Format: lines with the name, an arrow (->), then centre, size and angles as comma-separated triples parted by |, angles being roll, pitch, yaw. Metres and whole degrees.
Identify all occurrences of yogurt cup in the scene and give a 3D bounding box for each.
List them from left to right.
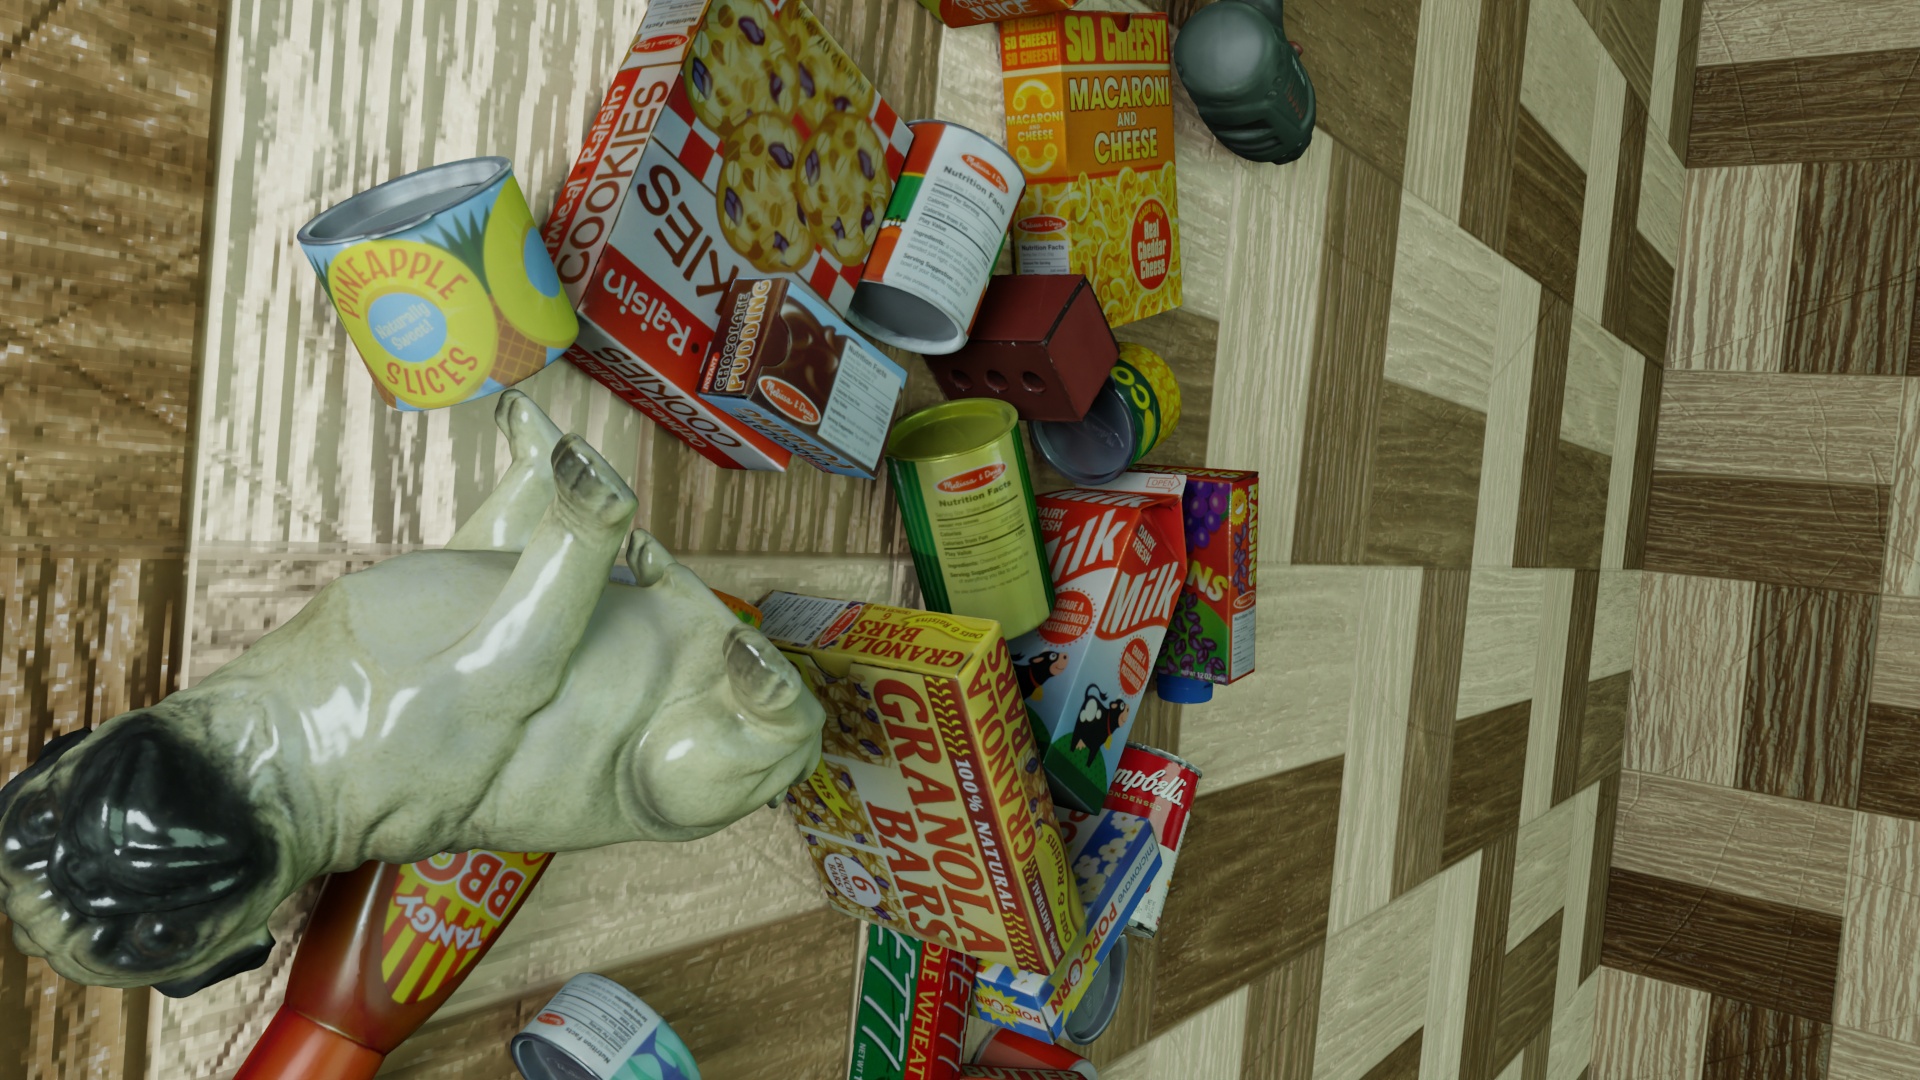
yogurt cup -> 0.042, 0.314, 0.787 | 0.072, 0.054, 0.072 | -11, 103, -53

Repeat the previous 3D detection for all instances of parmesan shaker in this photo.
parmesan shaker -> 0.002, -0.008, 0.673 | 0.072, 0.071, 0.102 | -42, 128, -43

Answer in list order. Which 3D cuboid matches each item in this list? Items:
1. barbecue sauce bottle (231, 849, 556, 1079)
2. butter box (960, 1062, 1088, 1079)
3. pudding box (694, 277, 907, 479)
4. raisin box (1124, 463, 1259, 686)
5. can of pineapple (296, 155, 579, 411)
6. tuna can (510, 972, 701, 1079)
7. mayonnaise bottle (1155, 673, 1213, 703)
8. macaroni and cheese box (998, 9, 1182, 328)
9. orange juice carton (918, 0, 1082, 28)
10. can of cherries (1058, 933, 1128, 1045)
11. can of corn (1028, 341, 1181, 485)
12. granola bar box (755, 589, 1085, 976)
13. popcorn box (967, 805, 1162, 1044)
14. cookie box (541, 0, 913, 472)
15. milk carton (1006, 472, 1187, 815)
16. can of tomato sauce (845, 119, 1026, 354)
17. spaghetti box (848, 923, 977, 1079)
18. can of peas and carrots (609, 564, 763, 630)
barbecue sauce bottle -> -0.182, 0.124, 0.454 | 0.064, 0.043, 0.149 | 50, 56, -39
butter box -> 0.016, 0.303, 0.726 | 0.103, 0.024, 0.053 | 11, 87, -16
pudding box -> -0.059, -0.062, 0.536 | 0.083, 0.030, 0.050 | 32, 70, -52
raisin box -> 0.134, 0.018, 0.840 | 0.040, 0.086, 0.123 | -15, 108, -51
can of pineapple -> -0.160, -0.079, 0.430 | 0.071, 0.071, 0.057 | -46, 131, -40
tuna can -> -0.131, 0.198, 0.517 | 0.033, 0.071, 0.070 | -45, 130, -42
mayonnaise bottle -> 0.148, 0.030, 0.899 | 0.065, 0.041, 0.147 | -10, 103, -55
macaroni and cheese box -> 0.076, -0.202, 0.763 | 0.124, 0.040, 0.166 | -26, 116, -51
orange juice carton -> 0.041, -0.305, 0.671 | 0.194, 0.072, 0.072 | -49, 132, -38
can of cherries -> 0.054, 0.243, 0.788 | 0.072, 0.058, 0.071 | -10, 103, -53
can of corn -> 0.081, -0.073, 0.767 | 0.058, 0.071, 0.071 | -35, 123, -48
granola bar box -> -0.023, 0.105, 0.603 | 0.039, 0.124, 0.164 | -46, 130, -42
popcorn box -> 0.041, 0.195, 0.739 | 0.127, 0.085, 0.038 | -47, 130, -39
cookie box -> -0.090, -0.127, 0.545 | 0.122, 0.040, 0.168 | 40, 62, -50
milk carton -> 0.064, 0.043, 0.758 | 0.073, 0.072, 0.191 | 48, 57, -46
can of tomato sauce -> -0.015, -0.135, 0.628 | 0.071, 0.071, 0.083 | 41, 63, -49
spaghetti box -> -0.022, 0.223, 0.687 | 0.029, 0.050, 0.250 | 12, 86, -56
can of peas and carrots -> -0.112, 0.046, 0.521 | 0.071, 0.071, 0.059 | 31, 70, -52
